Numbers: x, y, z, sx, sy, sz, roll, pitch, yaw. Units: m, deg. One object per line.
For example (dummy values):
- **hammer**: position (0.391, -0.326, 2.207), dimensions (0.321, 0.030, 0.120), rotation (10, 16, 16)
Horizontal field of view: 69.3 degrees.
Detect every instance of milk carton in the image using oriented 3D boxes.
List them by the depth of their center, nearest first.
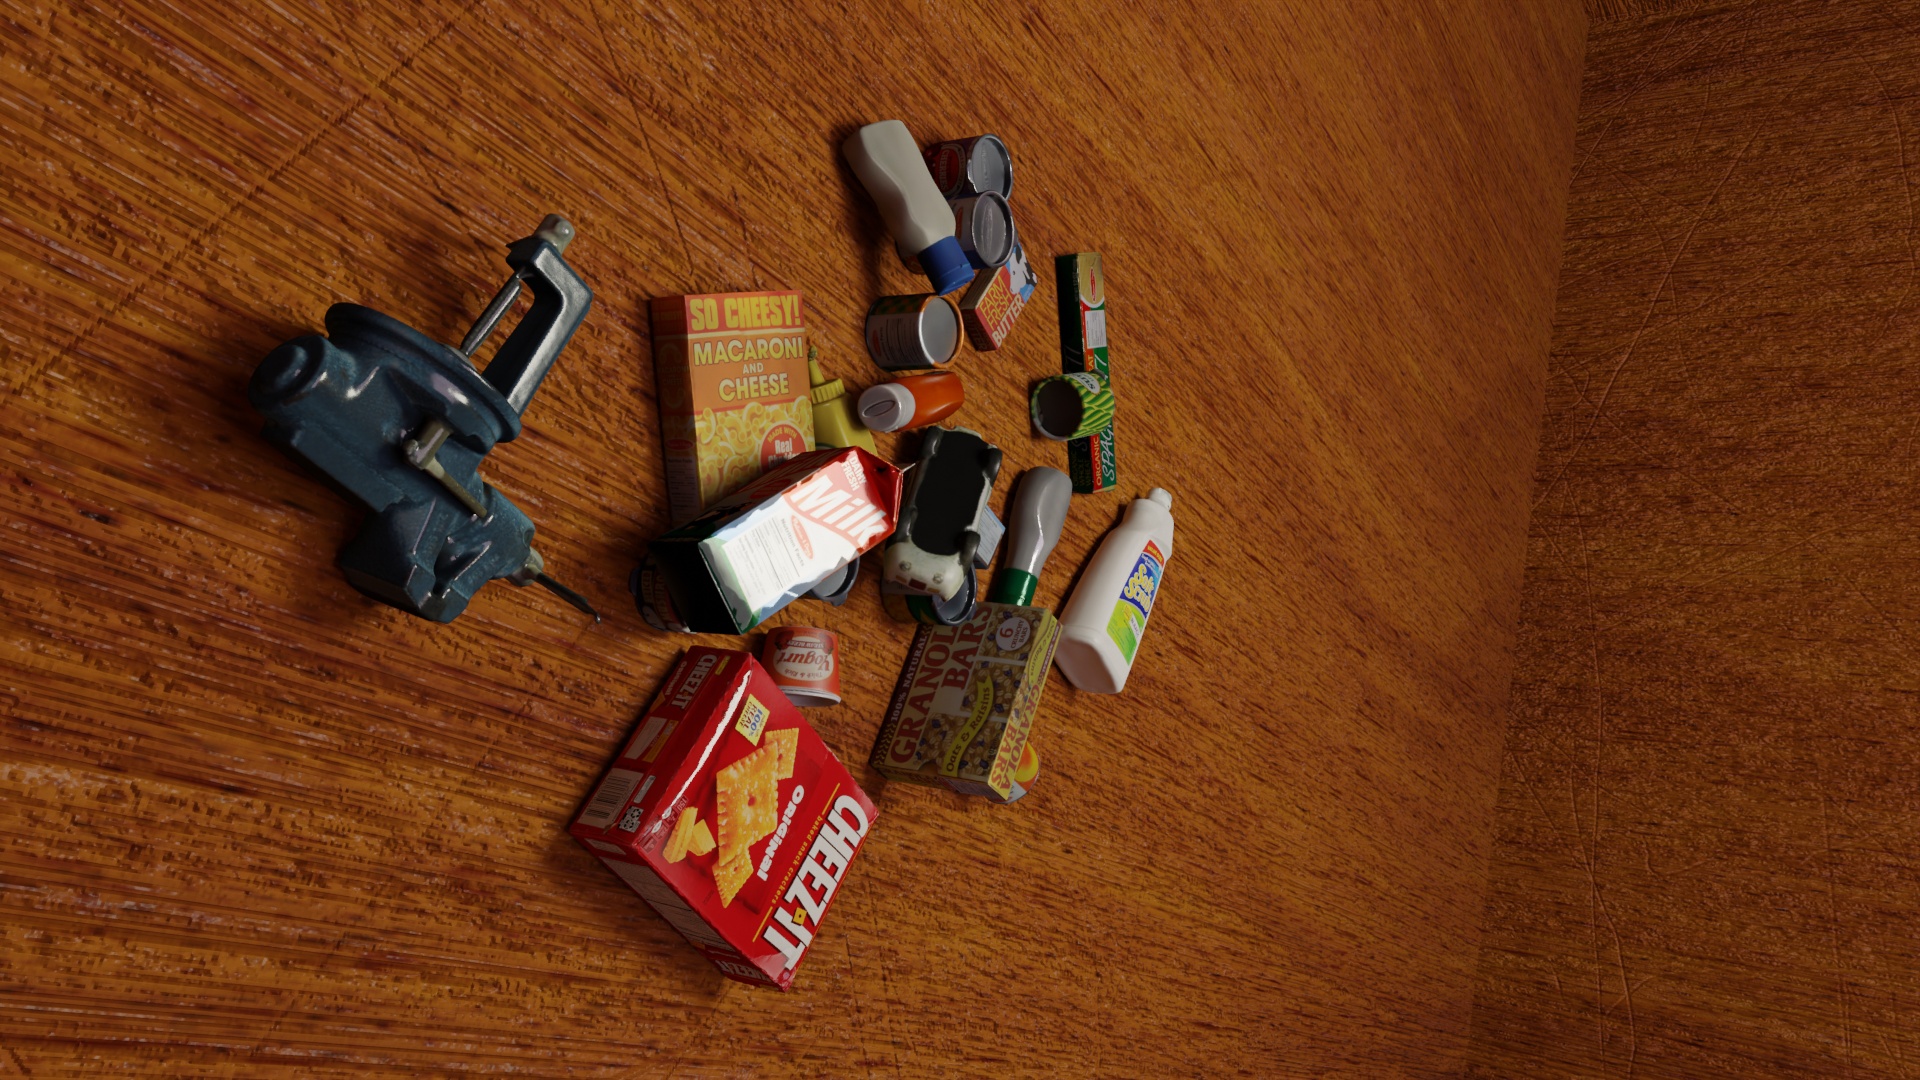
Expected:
- **milk carton**: position (-0.118, -0.011, 0.993), dimensions (0.191, 0.072, 0.073), rotation (-35, 111, -35)

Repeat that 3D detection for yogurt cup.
- **yogurt cup**: position (-0.125, 0.098, 1.079), dimensions (0.072, 0.072, 0.054), rotation (25, 63, -52)

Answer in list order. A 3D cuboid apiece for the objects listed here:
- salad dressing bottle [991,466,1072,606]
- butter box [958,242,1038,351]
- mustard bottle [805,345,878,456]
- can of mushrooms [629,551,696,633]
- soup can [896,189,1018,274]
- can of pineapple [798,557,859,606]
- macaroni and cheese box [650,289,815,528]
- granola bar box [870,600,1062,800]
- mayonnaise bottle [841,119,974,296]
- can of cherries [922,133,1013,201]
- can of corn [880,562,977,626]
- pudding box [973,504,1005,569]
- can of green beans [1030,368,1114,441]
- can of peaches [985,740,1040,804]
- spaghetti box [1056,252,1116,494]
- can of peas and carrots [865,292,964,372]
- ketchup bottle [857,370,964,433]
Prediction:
- **salad dressing bottle**: position (0.068, 0.001, 1.357), dimensions (0.064, 0.044, 0.148), rotation (42, 59, -48)
- **butter box**: position (0.036, -0.232, 1.319), dimensions (0.053, 0.024, 0.104), rotation (57, 48, -37)
- **mustard bottle**: position (-0.102, -0.076, 1.107), dimensions (0.049, 0.065, 0.160), rotation (-32, 111, -55)
- **can of mushrooms**: position (-0.200, 0.034, 0.998), dimensions (0.071, 0.033, 0.071), rotation (-5, 96, -54)
- **soup can**: position (-0.003, -0.267, 1.215), dimensions (0.071, 0.084, 0.071), rotation (-4, 95, -54)
- **can of pineapple**: position (-0.122, 0.015, 1.084), dimensions (0.071, 0.058, 0.071), rotation (-3, 94, -53)
- **macaroni and cheese box**: position (-0.166, -0.100, 1.034), dimensions (0.124, 0.040, 0.166), rotation (-15, 104, -52)
- **granola bar box**: position (0.006, 0.133, 1.205), dimensions (0.039, 0.124, 0.166), rotation (48, 54, -46)
- **mayonnaise bottle**: position (-0.039, -0.276, 1.155), dimensions (0.065, 0.041, 0.148), rotation (-29, 90, -47)
- **can of cherries**: position (0.004, -0.328, 1.244), dimensions (0.071, 0.058, 0.071), rotation (-6, 97, -54)
- **can of corn**: position (-0.026, 0.042, 1.215), dimensions (0.071, 0.058, 0.071), rotation (-3, 93, -54)
- **pudding box**: position (0.005, -0.016, 1.279), dimensions (0.083, 0.030, 0.050), rotation (50, 54, -42)
- **can of green beans**: position (0.112, -0.135, 1.391), dimensions (0.058, 0.071, 0.071), rotation (-15, 103, -52)
- **can of peaches**: position (0.032, 0.202, 1.296), dimensions (0.058, 0.071, 0.071), rotation (47, 55, -43)
- **spaghetti box**: position (0.132, -0.173, 1.449), dimensions (0.050, 0.028, 0.249), rotation (-15, 103, -53)
- **can of peas and carrots**: position (-0.037, -0.180, 1.192), dimensions (0.071, 0.058, 0.071), rotation (-4, 95, -54)
- **ketchup bottle**: position (-0.044, -0.113, 1.143), dimensions (0.149, 0.064, 0.043), rotation (-32, 102, -73)
